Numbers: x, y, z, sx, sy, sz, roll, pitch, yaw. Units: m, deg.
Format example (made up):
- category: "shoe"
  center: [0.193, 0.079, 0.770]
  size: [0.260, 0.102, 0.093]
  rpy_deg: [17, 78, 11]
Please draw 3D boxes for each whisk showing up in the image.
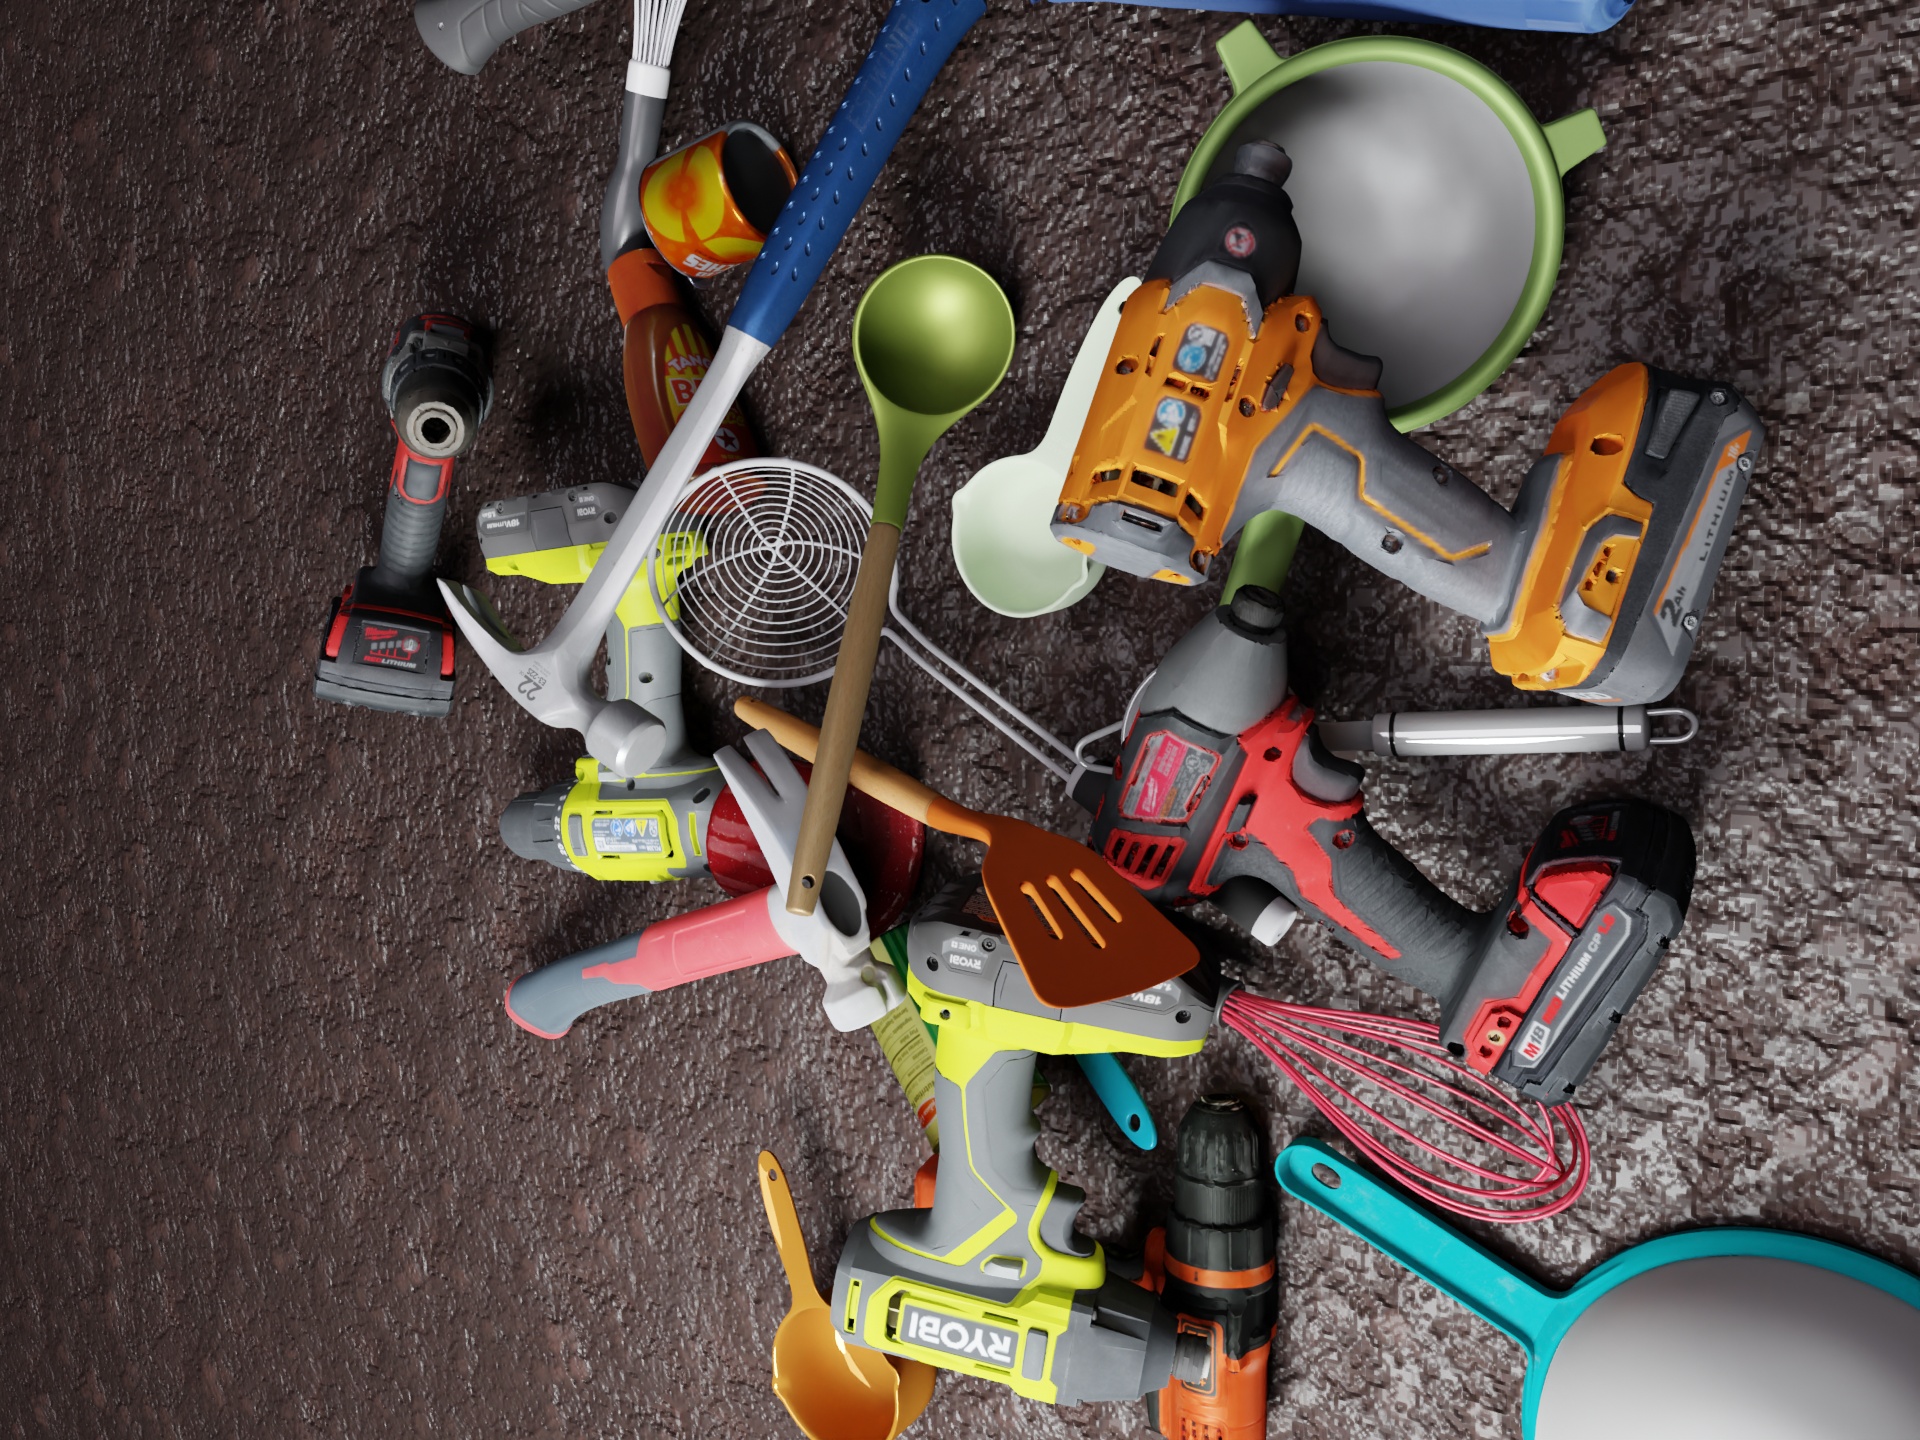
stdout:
- category: "whisk"
  center: [0.139, 0.138, 0.722]
  size: [0.296, 0.073, 0.073]
  rpy_deg: [23, 110, 36]
- category: "whisk"
  center: [-0.161, -0.376, 0.848]
  size: [0.070, 0.070, 0.284]
  rpy_deg: [28, 117, 28]

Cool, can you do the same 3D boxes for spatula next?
- category: "spatula"
  center: [-0.024, 0.043, 0.733]
  size: [0.323, 0.081, 0.041]
  rpy_deg: [25, 119, 51]

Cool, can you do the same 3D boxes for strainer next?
- category: "strainer"
  center: [0.146, -0.146, 0.660]
  size: [0.151, 0.069, 0.256]
  rpy_deg: [13, 113, -2]
- category: "strainer"
  center: [0.263, 0.283, 0.635]
  size: [0.341, 0.095, 0.211]
  rpy_deg: [31, 113, 25]
- category: "strainer"
  center: [0.176, 0.007, 0.686]
  size: [0.258, 0.050, 0.087]
  rpy_deg: [-2, 100, 29]

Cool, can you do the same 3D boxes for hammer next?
- category: "hammer"
  center: [-0.173, 0.116, 0.870]
  size: [0.386, 0.038, 0.143]
  rpy_deg: [-23, 94, 51]
- category: "hammer"
  center: [-0.113, -0.180, 0.774]
  size: [0.144, 0.035, 0.405]
  rpy_deg: [33, 95, 20]
- category: "hammer"
  center: [-0.153, -0.391, 0.782]
  size: [0.335, 0.035, 0.146]
  rpy_deg: [-3, 108, 34]

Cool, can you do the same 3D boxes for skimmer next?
- category: "skimmer"
  center: [-0.001, -0.002, 0.772]
  size: [0.363, 0.090, 0.127]
  rpy_deg: [38, 116, 24]

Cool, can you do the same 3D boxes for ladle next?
- category: "ladle"
  center: [-0.037, -0.068, 0.732]
  size: [0.062, 0.078, 0.320]
  rpy_deg: [138, 145, -70]

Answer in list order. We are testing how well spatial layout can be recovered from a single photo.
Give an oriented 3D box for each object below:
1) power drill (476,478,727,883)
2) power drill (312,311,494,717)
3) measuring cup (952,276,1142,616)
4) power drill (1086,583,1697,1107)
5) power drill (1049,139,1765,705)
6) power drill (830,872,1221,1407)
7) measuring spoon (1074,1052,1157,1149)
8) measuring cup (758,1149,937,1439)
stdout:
- category: "power drill"
  center: [-0.208, -0.018, 0.920]
  size: [0.190, 0.080, 0.228]
  rpy_deg: [-3, 98, 34]
- category: "power drill"
  center: [-0.320, -0.118, 0.934]
  size: [0.188, 0.080, 0.226]
  rpy_deg: [-123, 47, -60]
- category: "measuring cup"
  center: [0.054, -0.127, 0.749]
  size: [0.083, 0.038, 0.167]
  rpy_deg: [35, 113, 25]
- category: "power drill"
  center: [0.168, 0.044, 0.641]
  size: [0.220, 0.078, 0.143]
  rpy_deg: [27, 119, 16]
- category: "power drill"
  center: [0.164, -0.108, 0.586]
  size: [0.226, 0.084, 0.164]
  rpy_deg: [18, 90, 0]
- category: "power drill"
  center: [0.040, 0.193, 0.711]
  size: [0.171, 0.080, 0.223]
  rpy_deg: [10, 104, 10]
- category: "measuring spoon"
  center: [0.055, 0.158, 0.774]
  size: [0.129, 0.021, 0.042]
  rpy_deg: [53, 124, 42]
- category: "measuring cup"
  center: [-0.069, 0.319, 0.893]
  size: [0.095, 0.052, 0.174]
  rpy_deg: [-23, 83, 34]
